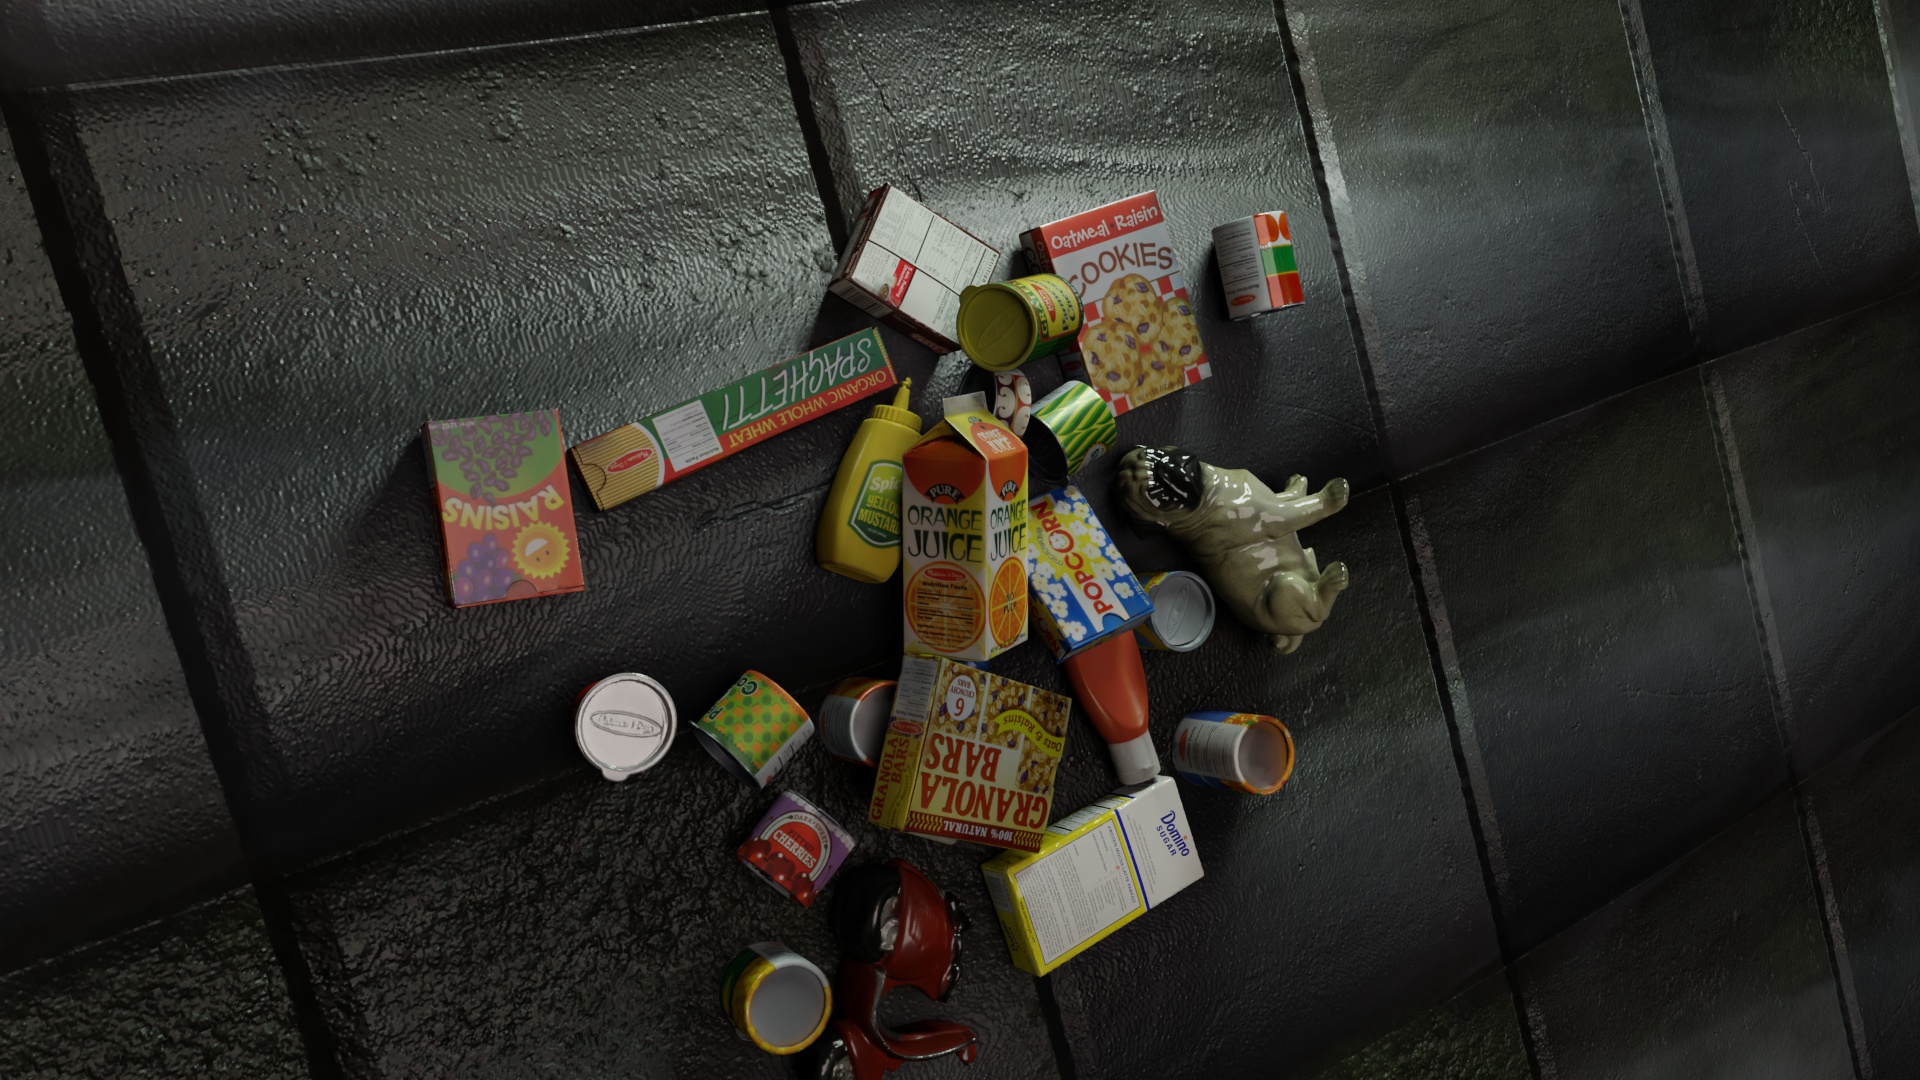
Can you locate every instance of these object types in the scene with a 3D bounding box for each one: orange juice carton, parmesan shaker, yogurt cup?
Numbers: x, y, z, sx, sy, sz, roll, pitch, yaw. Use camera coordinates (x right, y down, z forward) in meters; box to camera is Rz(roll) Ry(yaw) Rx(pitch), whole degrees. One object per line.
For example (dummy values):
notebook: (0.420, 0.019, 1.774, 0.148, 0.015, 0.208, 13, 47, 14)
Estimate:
orange juice carton: (0.004, -0.013, 1.035, 0.072, 0.073, 0.192, -18, 110, -61)
parmesan shaker: (0.047, -0.174, 1.079, 0.103, 0.071, 0.071, -30, 104, -60)
yogurt cup: (-0.233, 0.123, 0.944, 0.072, 0.054, 0.072, 2, 87, -28)

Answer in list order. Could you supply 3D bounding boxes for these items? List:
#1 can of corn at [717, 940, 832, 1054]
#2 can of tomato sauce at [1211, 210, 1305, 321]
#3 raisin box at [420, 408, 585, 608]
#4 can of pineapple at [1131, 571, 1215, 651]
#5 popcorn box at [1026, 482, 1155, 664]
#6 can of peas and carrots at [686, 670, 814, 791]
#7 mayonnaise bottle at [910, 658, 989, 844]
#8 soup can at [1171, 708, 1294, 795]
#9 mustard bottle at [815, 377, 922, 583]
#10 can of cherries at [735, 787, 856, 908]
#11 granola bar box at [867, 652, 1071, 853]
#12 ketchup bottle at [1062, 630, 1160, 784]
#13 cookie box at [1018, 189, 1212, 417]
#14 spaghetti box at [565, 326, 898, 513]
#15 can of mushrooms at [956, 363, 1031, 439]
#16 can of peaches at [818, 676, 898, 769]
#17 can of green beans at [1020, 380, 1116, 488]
can of corn: (-0.132, 0.326, 0.985, 0.071, 0.058, 0.071, 2, 86, -28)
can of tomato sauce: (0.263, -0.241, 1.223, 0.071, 0.071, 0.083, -15, 94, -28)
raisin box: (-0.304, -0.021, 0.923, 0.086, 0.040, 0.123, -9, 92, -29)
can of pineapple: (0.168, 0.058, 1.160, 0.071, 0.058, 0.071, 2, 86, -28)
popcorn box: (0.083, 0.025, 1.099, 0.085, 0.038, 0.127, -21, 70, -28)
can of peas and carrots: (-0.148, 0.132, 0.983, 0.059, 0.071, 0.071, -47, 108, -23)
mayonnaise bottle: (-0.013, 0.154, 1.068, 0.065, 0.041, 0.148, 25, 75, -34)
soup can: (0.232, 0.178, 1.173, 0.071, 0.083, 0.071, 2, 87, -29)
mustard bottle: (-0.061, -0.050, 1.048, 0.065, 0.048, 0.160, 20, 78, -29)
can of cherries: (-0.118, 0.220, 0.991, 0.071, 0.071, 0.058, 46, 69, -19)
granola bar box: (0.012, 0.161, 1.031, 0.165, 0.039, 0.124, 23, 76, -48)
ketchup bottle: (0.126, 0.126, 1.142, 0.065, 0.043, 0.148, -23, 98, -27)
cookie box: (0.130, -0.196, 1.164, 0.123, 0.040, 0.167, -24, 99, -27)
spaghetti box: (-0.160, -0.090, 1.009, 0.251, 0.028, 0.050, -27, 100, -27)
can of mushrooms: (0.025, -0.103, 1.088, 0.033, 0.071, 0.071, 5, 85, -29)
can of peaches: (-0.062, 0.135, 1.033, 0.071, 0.058, 0.071, 2, 87, -28)
can of green beans: (0.083, -0.087, 1.118, 0.058, 0.071, 0.071, -34, 103, -26)
